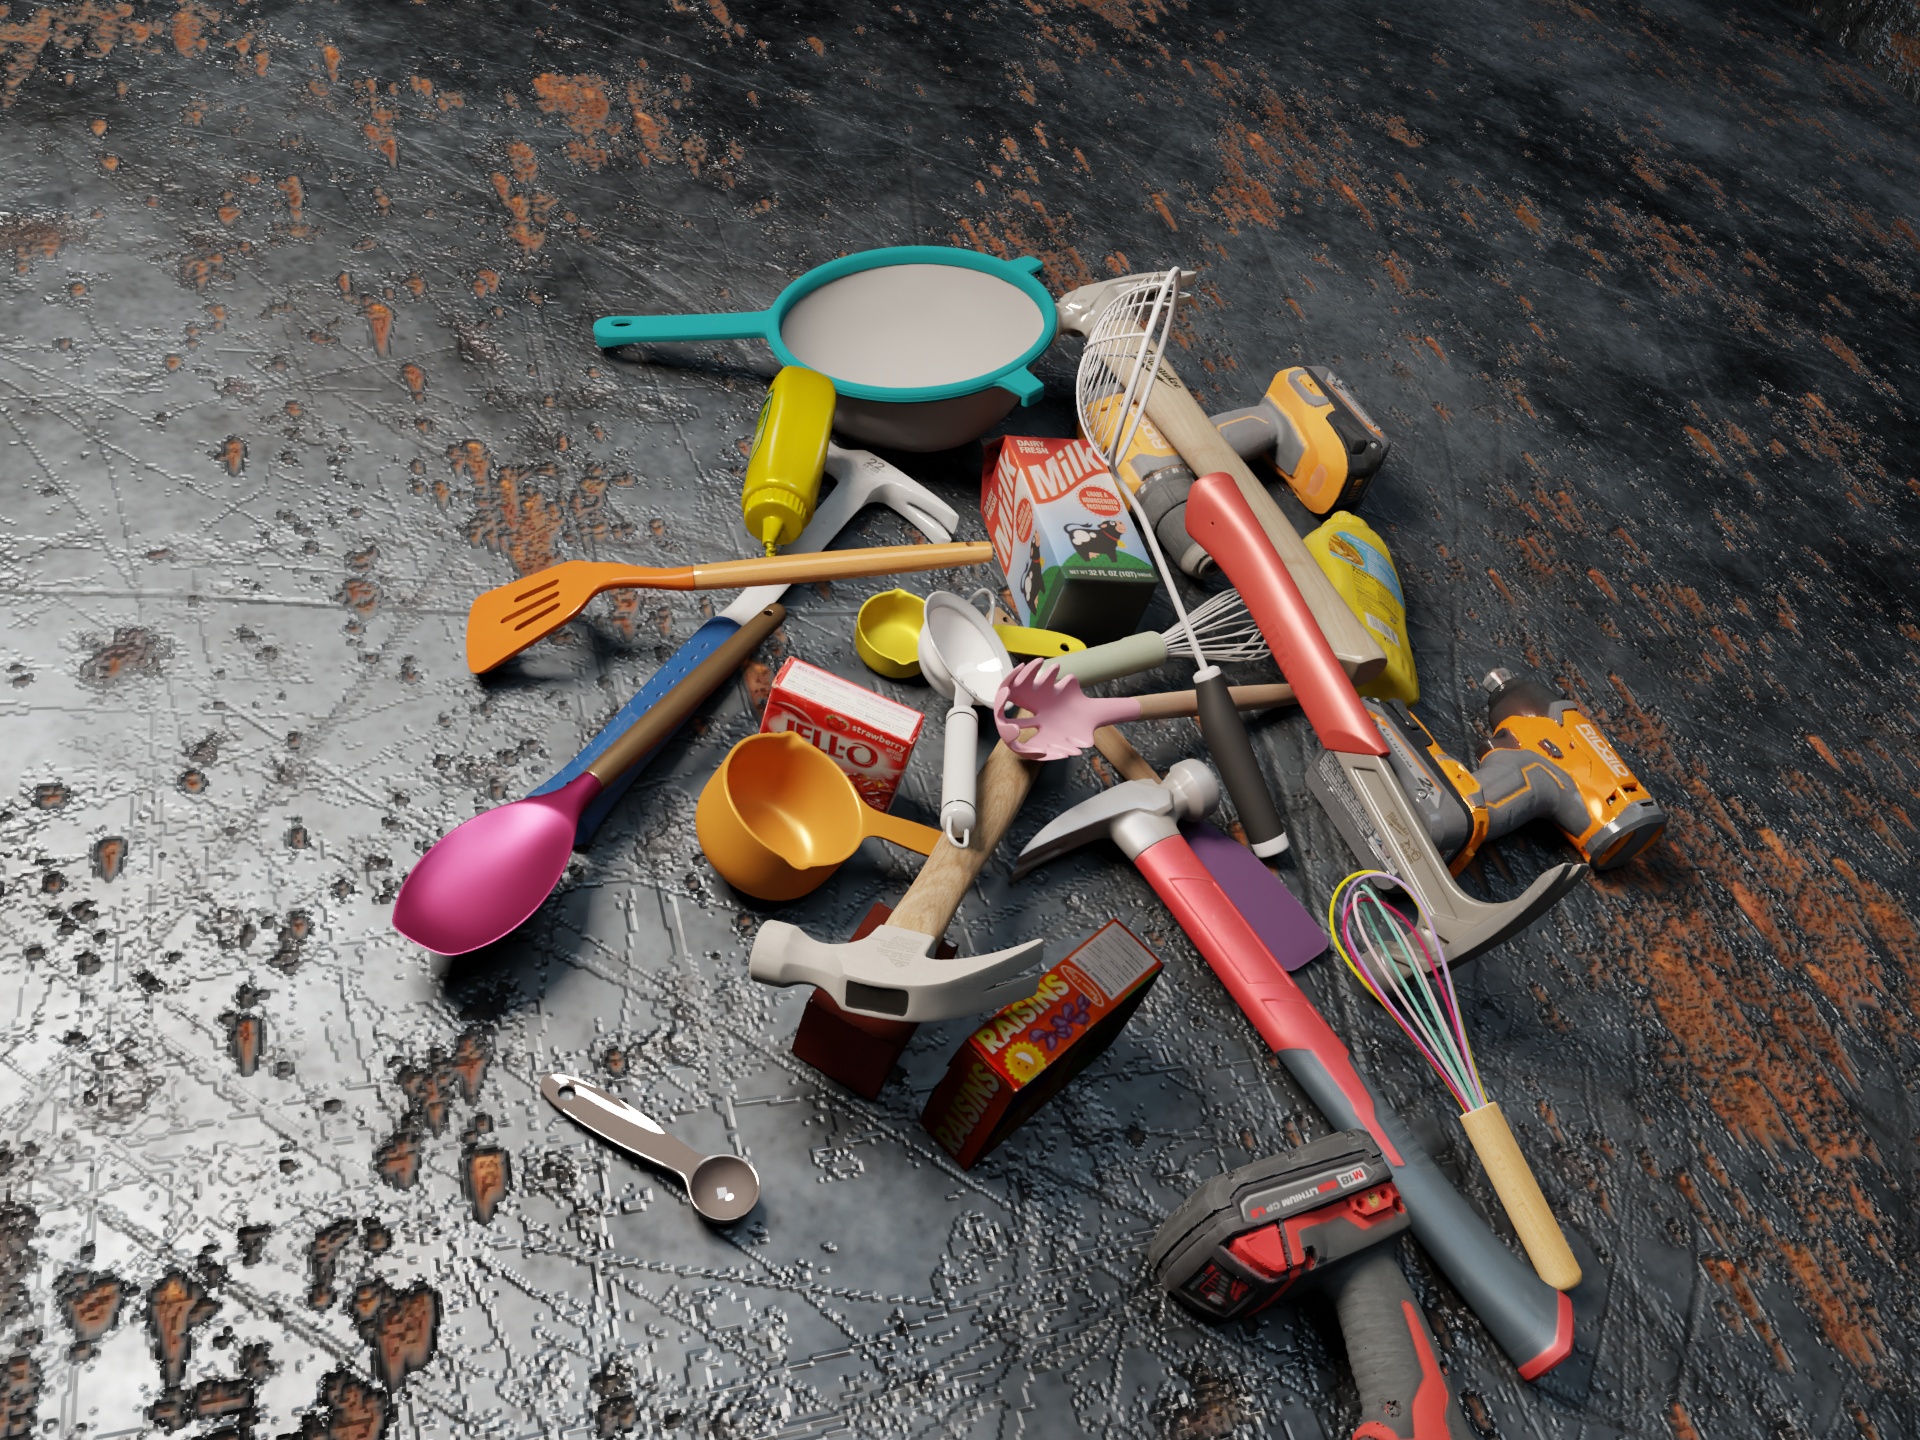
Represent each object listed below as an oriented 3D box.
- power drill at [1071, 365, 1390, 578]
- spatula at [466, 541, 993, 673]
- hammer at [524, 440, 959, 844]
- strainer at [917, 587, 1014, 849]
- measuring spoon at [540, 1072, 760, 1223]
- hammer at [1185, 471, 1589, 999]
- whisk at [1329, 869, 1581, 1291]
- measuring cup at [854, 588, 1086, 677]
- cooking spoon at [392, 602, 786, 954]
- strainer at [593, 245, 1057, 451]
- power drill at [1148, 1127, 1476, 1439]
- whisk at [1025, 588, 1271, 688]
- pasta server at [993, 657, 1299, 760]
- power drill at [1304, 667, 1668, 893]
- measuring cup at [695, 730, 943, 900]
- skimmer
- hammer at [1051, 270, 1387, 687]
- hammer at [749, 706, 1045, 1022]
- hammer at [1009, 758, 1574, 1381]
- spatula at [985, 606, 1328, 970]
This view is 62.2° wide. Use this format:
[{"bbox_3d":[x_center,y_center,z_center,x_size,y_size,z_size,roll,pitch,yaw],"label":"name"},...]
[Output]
[{"bbox_3d":[0.221,-0.194,1.239,0.226,0.084,0.186,-11,53,-23],"label":"power drill"},{"bbox_3d":[-0.138,-0.082,0.971,0.322,0.041,0.081,-6,39,-12],"label":"spatula"},{"bbox_3d":[-0.135,-0.062,1.007,0.144,0.035,0.406,27,45,6],"label":"hammer"},{"bbox_3d":[-0.001,-0.003,0.935,0.086,0.050,0.259,44,23,-22],"label":"strainer"},{"bbox_3d":[-0.151,0.206,0.766,0.124,0.018,0.034,27,44,15],"label":"measuring spoon"},{"bbox_3d":[0.237,-0.017,0.992,0.036,0.149,0.359,6,52,-43],"label":"hammer"},{"bbox_3d":[0.273,0.197,0.884,0.047,0.051,0.245,-20,73,-13],"label":"whisk"},{"bbox_3d":[0.006,-0.049,1.049,0.156,0.029,0.062,6,54,-15],"label":"measuring cup"},{"bbox_3d":[-0.186,0.020,0.871,0.069,0.017,0.319,24,44,16],"label":"cooking spoon"},{"bbox_3d":[-0.098,-0.262,1.186,0.340,0.095,0.211,-1,44,3],"label":"strainer"},{"bbox_3d":[0.173,0.322,0.734,0.188,0.080,0.227,-10,55,-28],"label":"power drill"},{"bbox_3d":[0.137,-0.051,1.076,0.246,0.057,0.059,-16,60,-35],"label":"whisk"},{"bbox_3d":[0.133,-0.011,1.015,0.316,0.040,0.060,-5,77,-42],"label":"pasta server"},{"bbox_3d":[0.348,0.032,1.073,0.226,0.084,0.164,-4,49,-30],"label":"power drill"},{"bbox_3d":[-0.069,0.069,0.904,0.173,0.052,0.095,21,42,-30],"label":"measuring cup"},{"bbox_3d":[0.159,-0.095,0.994,0.127,0.090,0.363,-32,101,-79],"label":"skimmer"},{"bbox_3d":[0.195,-0.187,1.155,0.146,0.038,0.411,-16,56,-17],"label":"hammer"},{"bbox_3d":[0.008,0.065,0.881,0.130,0.031,0.331,12,27,13],"label":"hammer"},{"bbox_3d":[0.184,0.192,0.881,0.143,0.038,0.387,-23,61,-25],"label":"hammer"},{"bbox_3d":[0.114,0.036,1.020,0.060,0.018,0.316,-24,61,-32],"label":"spatula"}]
